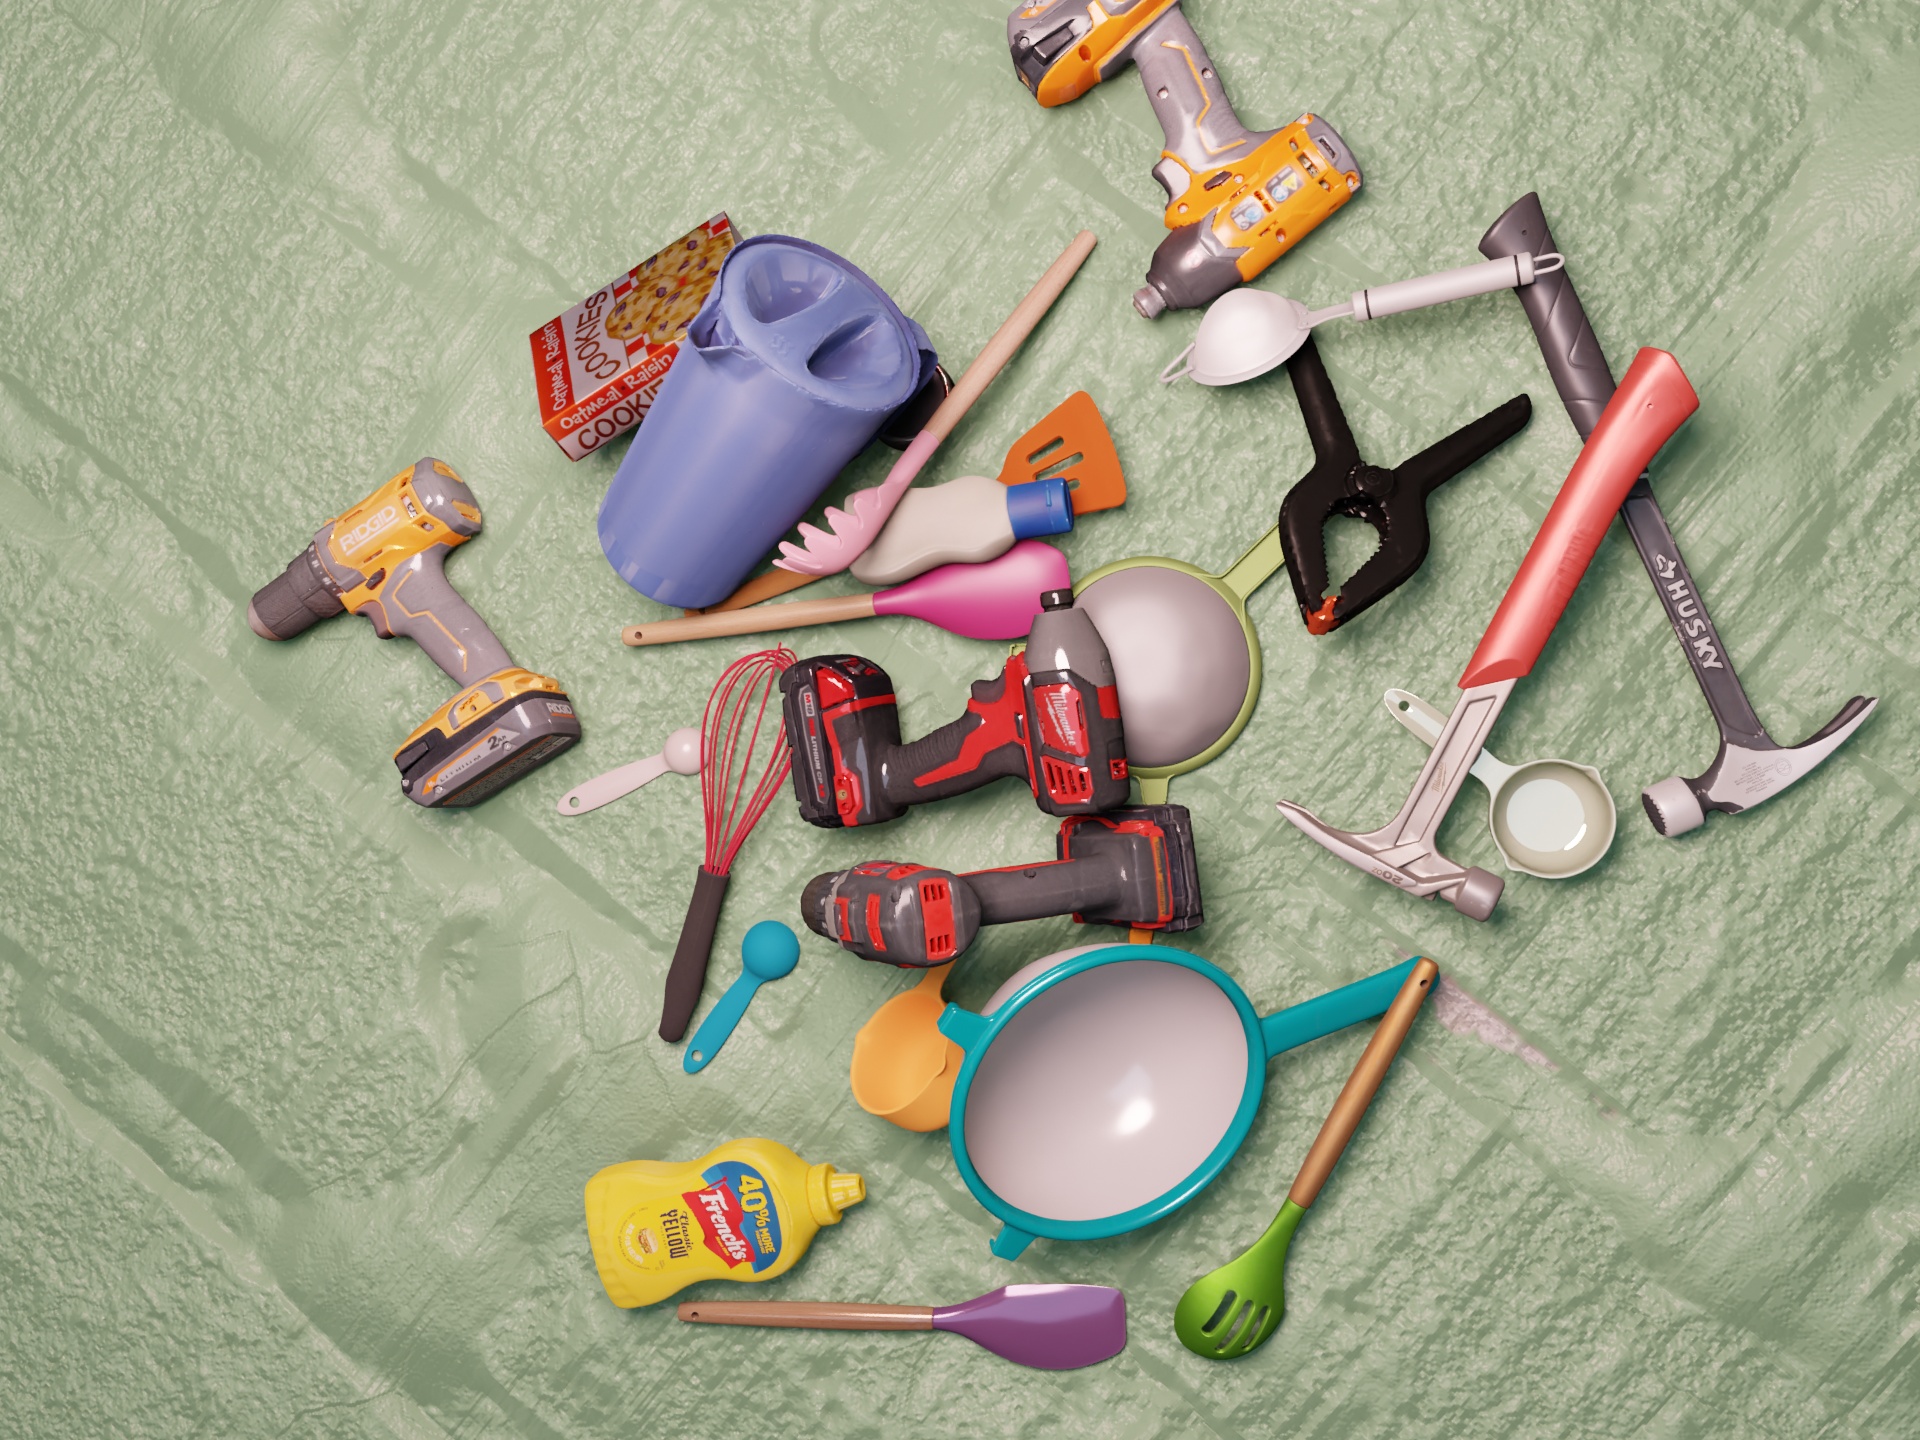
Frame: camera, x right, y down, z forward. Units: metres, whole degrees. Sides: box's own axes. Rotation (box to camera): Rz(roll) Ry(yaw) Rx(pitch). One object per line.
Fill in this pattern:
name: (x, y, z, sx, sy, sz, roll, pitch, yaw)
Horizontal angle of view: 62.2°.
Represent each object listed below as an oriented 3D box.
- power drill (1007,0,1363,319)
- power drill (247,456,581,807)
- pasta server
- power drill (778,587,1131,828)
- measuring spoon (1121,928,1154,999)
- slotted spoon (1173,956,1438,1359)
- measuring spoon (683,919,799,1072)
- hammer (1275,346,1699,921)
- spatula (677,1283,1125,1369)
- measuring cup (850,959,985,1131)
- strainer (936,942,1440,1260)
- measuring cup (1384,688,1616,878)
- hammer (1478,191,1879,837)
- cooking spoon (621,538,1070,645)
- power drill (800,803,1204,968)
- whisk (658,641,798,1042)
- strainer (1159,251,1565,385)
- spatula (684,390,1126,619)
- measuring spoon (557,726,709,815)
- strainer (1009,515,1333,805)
power drill: (0.130, -0.384, 1.039, 0.164, 0.084, 0.226, -39, 89, 8)
power drill: (-0.394, -0.048, 1.129, 0.185, 0.084, 0.226, -31, 82, 9)
pasta server: (-0.009, -0.210, 1.038, 0.040, 0.060, 0.316, 42, 76, -20)
power drill: (-0.002, -0.003, 1.033, 0.220, 0.078, 0.143, -7, 93, 26)
measuring spoon: (0.124, 0.132, 1.078, 0.021, 0.011, 0.117, 6, 92, 9)
slotted spoon: (0.231, 0.292, 1.040, 0.070, 0.031, 0.313, 25, 99, -11)
measuring spoon: (-0.160, 0.198, 1.120, 0.042, 0.021, 0.128, 35, 95, 7)
hammer: (0.339, -0.062, 0.987, 0.149, 0.036, 0.359, 28, 102, 17)
spatula: (-0.044, 0.418, 1.106, 0.316, 0.018, 0.060, -1, 91, 8)
measuring cup: (-0.006, 0.196, 1.080, 0.052, 0.095, 0.174, 41, 68, -34)
strainer: (0.143, 0.203, 1.042, 0.340, 0.095, 0.210, -18, 114, -12)
measuring cup: (0.344, 0.034, 1.031, 0.168, 0.038, 0.083, 40, 98, 12)
hammer: (0.430, -0.139, 0.999, 0.149, 0.036, 0.409, -24, 91, 7)
cooking spoon: (-0.083, -0.076, 1.085, 0.319, 0.017, 0.069, -6, 96, 13)
power drill: (0.018, 0.107, 1.010, 0.226, 0.188, 0.080, -7, 90, -26)
whisk: (-0.166, 0.086, 1.104, 0.073, 0.073, 0.296, 18, 99, 9)
strainer: (0.246, -0.263, 1.007, 0.258, 0.050, 0.087, -9, 45, 20)
spatula: (-0.046, -0.128, 1.089, 0.322, 0.041, 0.081, -20, 88, 10)
measuring spoon: (-0.236, 0.040, 1.133, 0.124, 0.018, 0.034, -24, 87, 10)
strainer: (0.160, -0.071, 1.041, 0.256, 0.069, 0.151, -44, 84, 9)
